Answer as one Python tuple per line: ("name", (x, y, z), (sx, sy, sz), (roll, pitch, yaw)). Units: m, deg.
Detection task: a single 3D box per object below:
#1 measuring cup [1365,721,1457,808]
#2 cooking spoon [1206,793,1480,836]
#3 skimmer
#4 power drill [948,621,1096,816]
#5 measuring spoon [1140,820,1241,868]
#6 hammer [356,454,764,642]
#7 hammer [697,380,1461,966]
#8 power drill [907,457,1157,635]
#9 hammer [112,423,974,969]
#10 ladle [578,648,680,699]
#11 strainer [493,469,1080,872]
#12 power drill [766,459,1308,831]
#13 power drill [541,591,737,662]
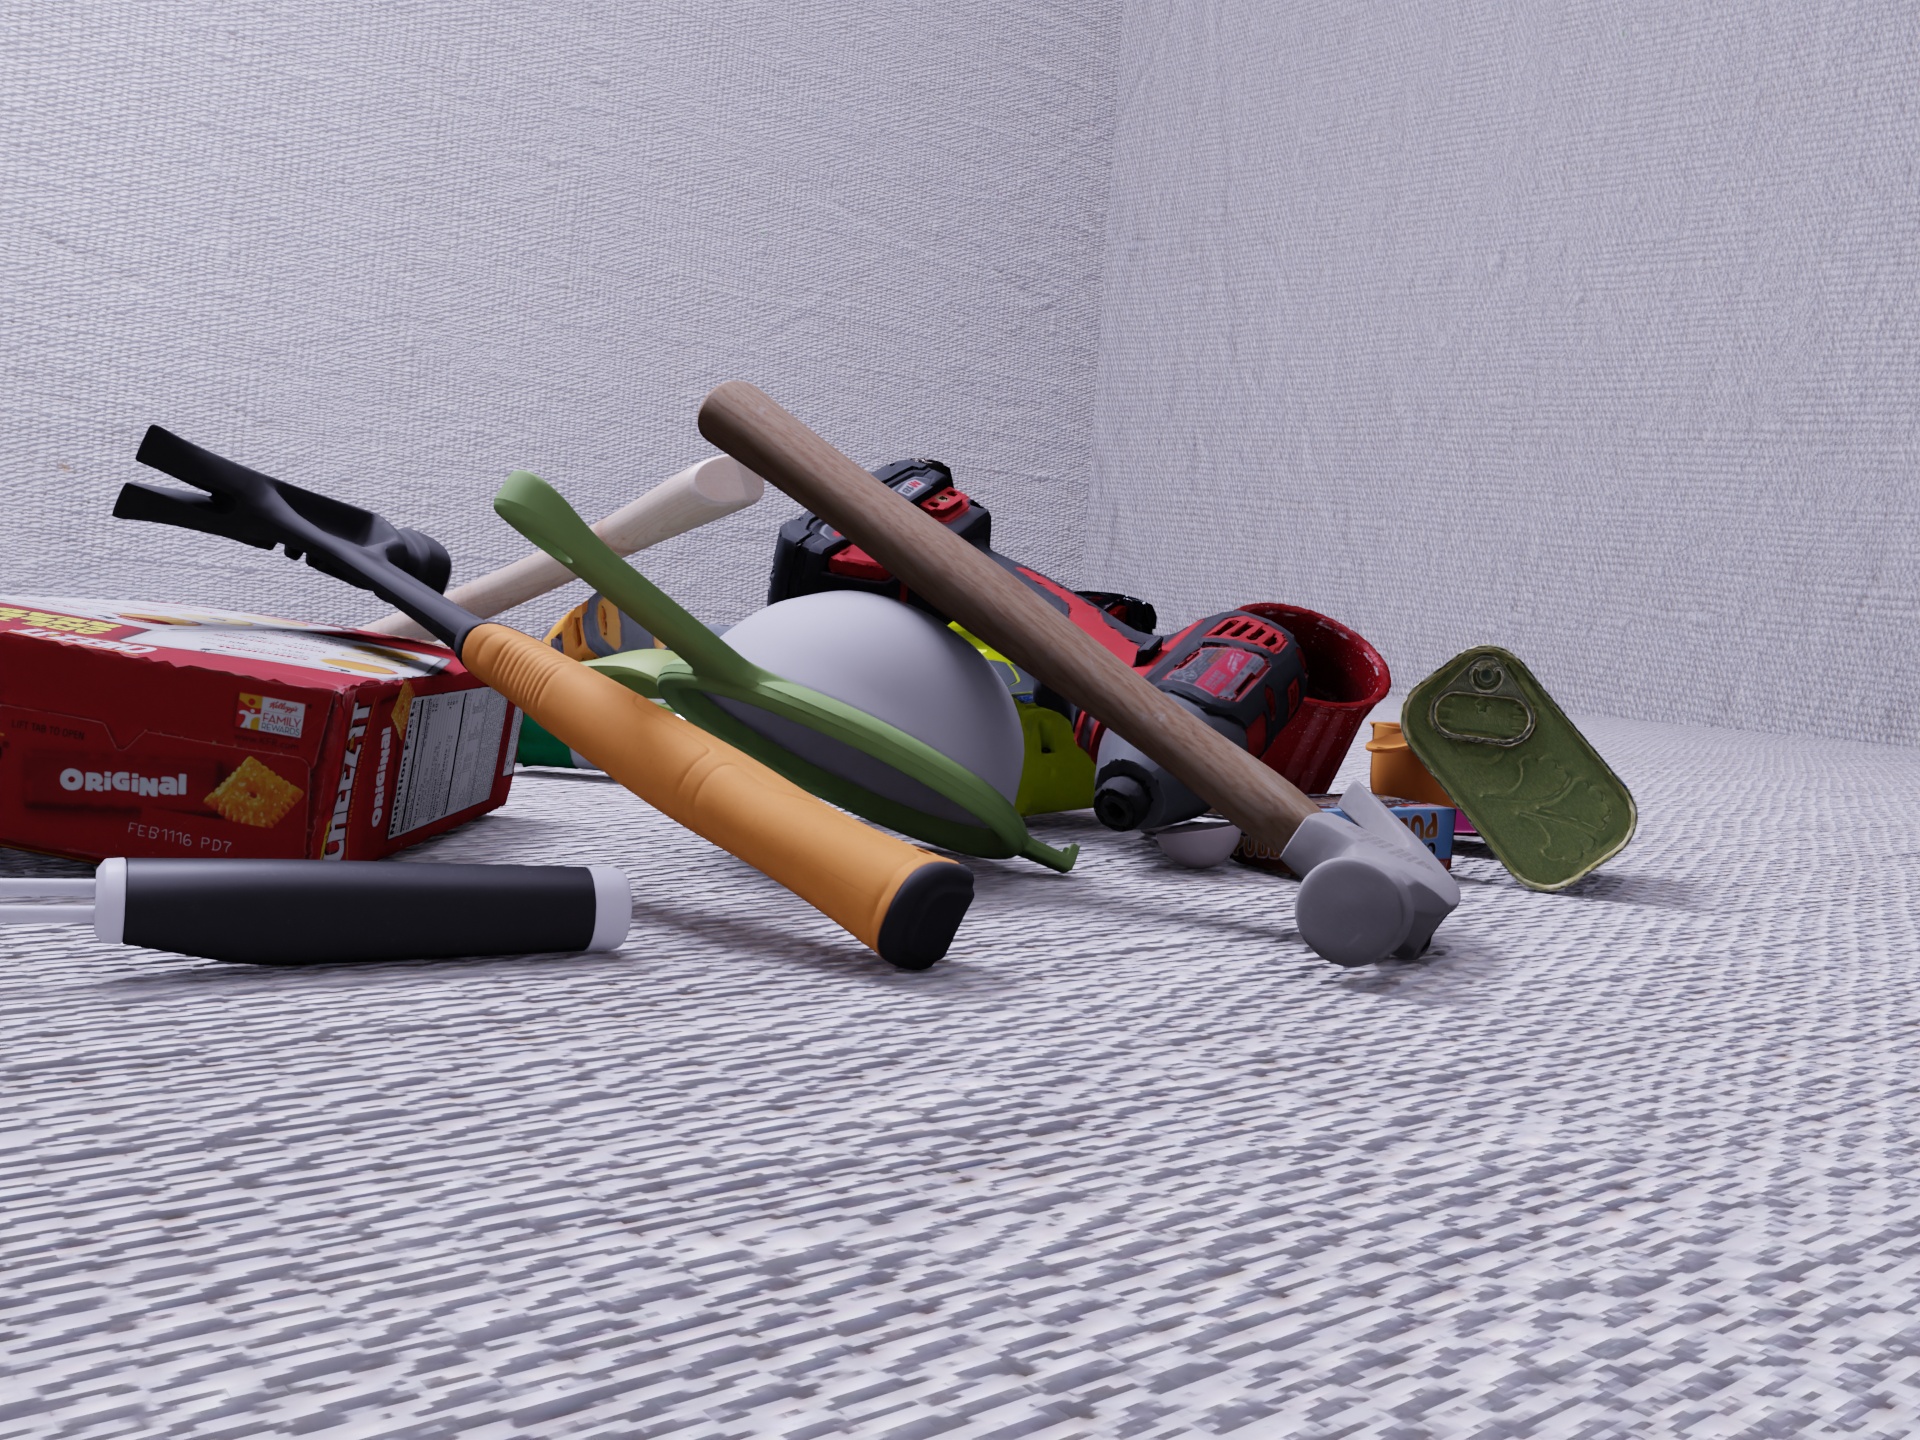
("measuring cup", (0.250, 0.032, 0.856), (0.095, 0.052, 0.173), (6, 6, 33))
("cooking spoon", (0.148, 0.042, 0.821), (0.319, 0.017, 0.068), (5, -3, 28))
("skimmer", (-0.237, 0.015, 0.320), (0.363, 0.090, 0.127), (5, 35, -30))
("power drill", (-0.001, -0.003, 0.826), (0.171, 0.080, 0.223), (-6, 14, -19))
("measuring spoon", (0.095, 0.053, 0.685), (0.034, 0.018, 0.124), (-7, -2, -3))
("hammer", (-0.294, -0.083, 1.030), (0.410, 0.038, 0.146), (-19, -4, 26))
("hammer", (0.029, -0.028, 0.557), (0.331, 0.031, 0.130), (38, 14, 24))
("power drill", (0.025, -0.060, 1.029), (0.226, 0.188, 0.080), (6, 2, -44))
("hammer", (-0.133, -0.013, 0.503), (0.337, 0.034, 0.127), (27, 3, 33))
("ladle", (-0.276, -0.013, 0.839), (0.320, 0.062, 0.078), (2, -17, -31))
("strainer", (-0.059, -0.031, 0.562), (0.152, 0.069, 0.256), (15, -18, 38))
("power drill", (0.029, -0.028, 0.696), (0.220, 0.078, 0.143), (26, 39, 21))
("power drill", (-0.189, -0.037, 1.119), (0.226, 0.084, 0.185), (1, -16, -35))
